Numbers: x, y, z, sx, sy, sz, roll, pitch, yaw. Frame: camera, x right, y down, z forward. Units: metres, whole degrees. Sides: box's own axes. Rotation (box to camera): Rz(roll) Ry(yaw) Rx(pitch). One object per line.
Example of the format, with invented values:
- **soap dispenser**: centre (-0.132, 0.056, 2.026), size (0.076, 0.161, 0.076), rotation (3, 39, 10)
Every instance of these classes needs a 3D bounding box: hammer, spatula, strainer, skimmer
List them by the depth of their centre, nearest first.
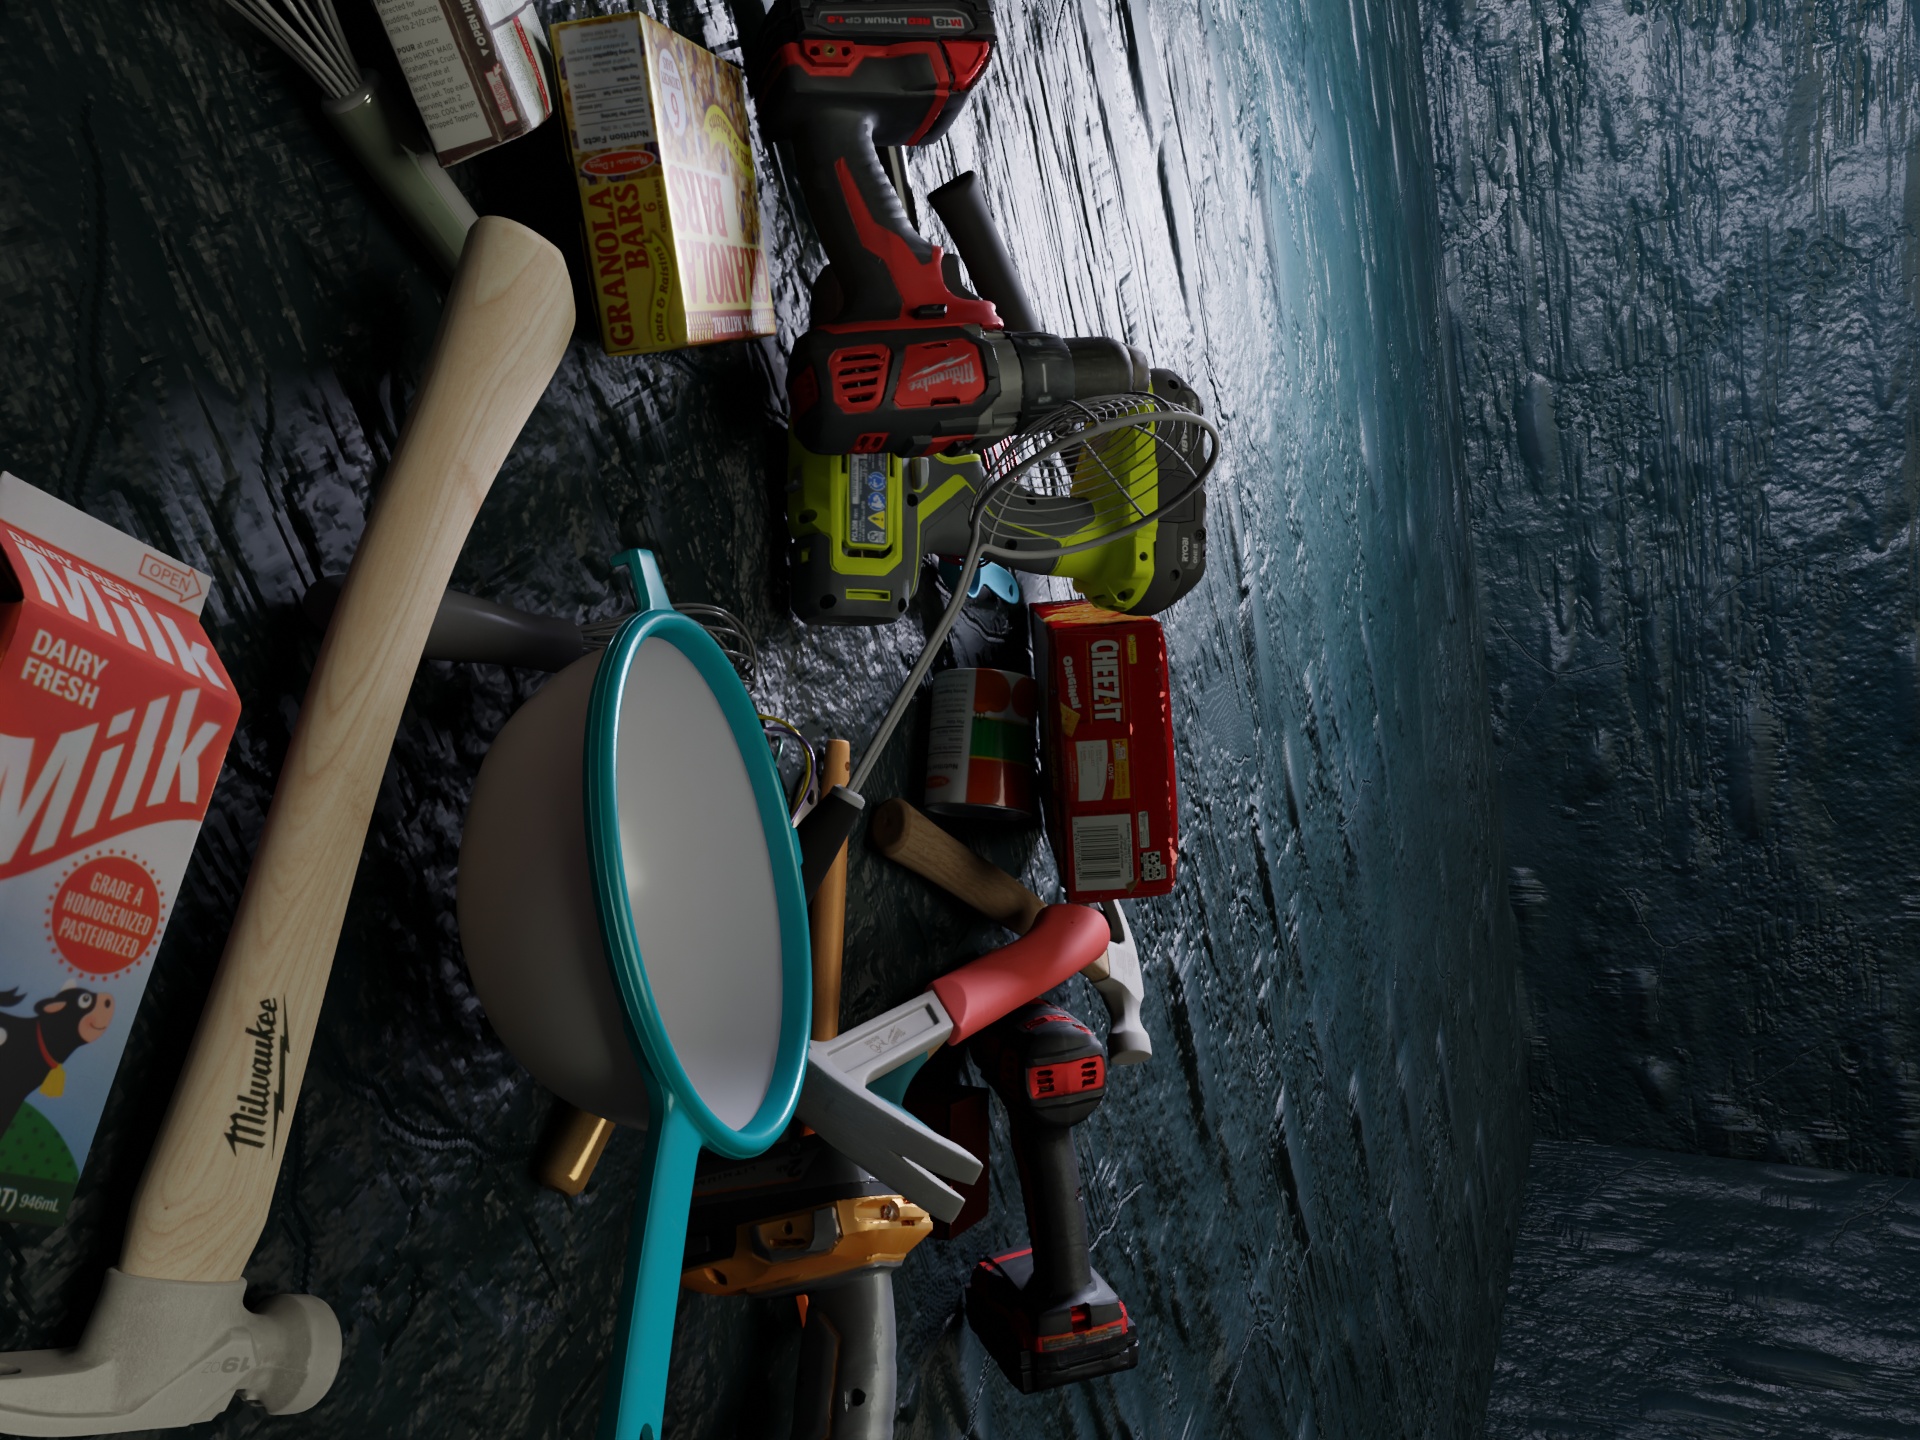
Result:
- **hammer**: centre (-0.213, 0.017, 0.523), size (0.146, 0.038, 0.411), rotation (34, 66, -56)
- **strainer**: centre (-0.133, 0.114, 0.573), size (0.341, 0.095, 0.210), rotation (-90, 166, -44)
- **skimmer**: centre (-0.001, -0.002, 0.771), size (0.363, 0.090, 0.127), rotation (-60, 159, -4)
- **hammer**: centre (0.013, 0.151, 0.836), size (0.036, 0.149, 0.359), rotation (-63, 160, 15)
- **spatula**: centre (-0.065, 0.171, 0.843), size (0.081, 0.041, 0.323), rotation (20, 71, -66)
- **spatula**: centre (-0.012, 0.169, 0.891), size (0.044, 0.082, 0.317), rotation (-61, 171, 15)
- **hammer**: centre (0.059, -0.203, 1.014), size (0.334, 0.035, 0.146), rotation (58, 3, -44)
- **hammer**: centre (0.040, 0.122, 1.033), size (0.331, 0.031, 0.130), rotation (39, 38, -50)

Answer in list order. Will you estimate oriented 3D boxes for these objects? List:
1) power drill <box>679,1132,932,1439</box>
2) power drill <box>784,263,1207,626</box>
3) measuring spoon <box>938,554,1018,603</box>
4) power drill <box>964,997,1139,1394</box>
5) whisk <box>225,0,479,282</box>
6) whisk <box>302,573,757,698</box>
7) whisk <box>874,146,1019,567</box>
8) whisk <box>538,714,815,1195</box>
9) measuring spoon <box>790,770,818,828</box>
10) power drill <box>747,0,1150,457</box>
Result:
- **power drill**: centre (-0.082, 0.313, 0.711), size (0.084, 0.185, 0.226), rotation (31, 44, -59)
- **power drill**: centre (0.016, -0.145, 0.866), size (0.228, 0.080, 0.190), rotation (2, 86, -23)
- **measuring spoon**: centre (0.011, -0.092, 1.028), size (0.128, 0.021, 0.042), rotation (18, 70, -71)
- **power drill**: centre (0.046, 0.277, 0.972), size (0.078, 0.143, 0.219), rotation (-6, 96, -18)
- **whisk**: centre (-0.218, -0.228, 0.557), size (0.246, 0.059, 0.058), rotation (59, 12, -50)
- **whisk**: centre (-0.164, -0.034, 0.655), size (0.238, 0.055, 0.055), rotation (9, 82, -58)
- **whisk**: centre (-0.023, -0.231, 0.917), size (0.073, 0.073, 0.295), rotation (-37, 116, -57)
- **whisk**: centre (-0.132, 0.098, 0.727), size (0.047, 0.051, 0.245), rotation (41, 55, -29)
- **measuring spoon**: centre (-0.083, 0.086, 0.835), size (0.034, 0.018, 0.124), rotation (34, 59, -57)
- **power drill**: centre (-0.007, -0.244, 0.799), size (0.188, 0.080, 0.227), rotation (-8, 84, -22)
